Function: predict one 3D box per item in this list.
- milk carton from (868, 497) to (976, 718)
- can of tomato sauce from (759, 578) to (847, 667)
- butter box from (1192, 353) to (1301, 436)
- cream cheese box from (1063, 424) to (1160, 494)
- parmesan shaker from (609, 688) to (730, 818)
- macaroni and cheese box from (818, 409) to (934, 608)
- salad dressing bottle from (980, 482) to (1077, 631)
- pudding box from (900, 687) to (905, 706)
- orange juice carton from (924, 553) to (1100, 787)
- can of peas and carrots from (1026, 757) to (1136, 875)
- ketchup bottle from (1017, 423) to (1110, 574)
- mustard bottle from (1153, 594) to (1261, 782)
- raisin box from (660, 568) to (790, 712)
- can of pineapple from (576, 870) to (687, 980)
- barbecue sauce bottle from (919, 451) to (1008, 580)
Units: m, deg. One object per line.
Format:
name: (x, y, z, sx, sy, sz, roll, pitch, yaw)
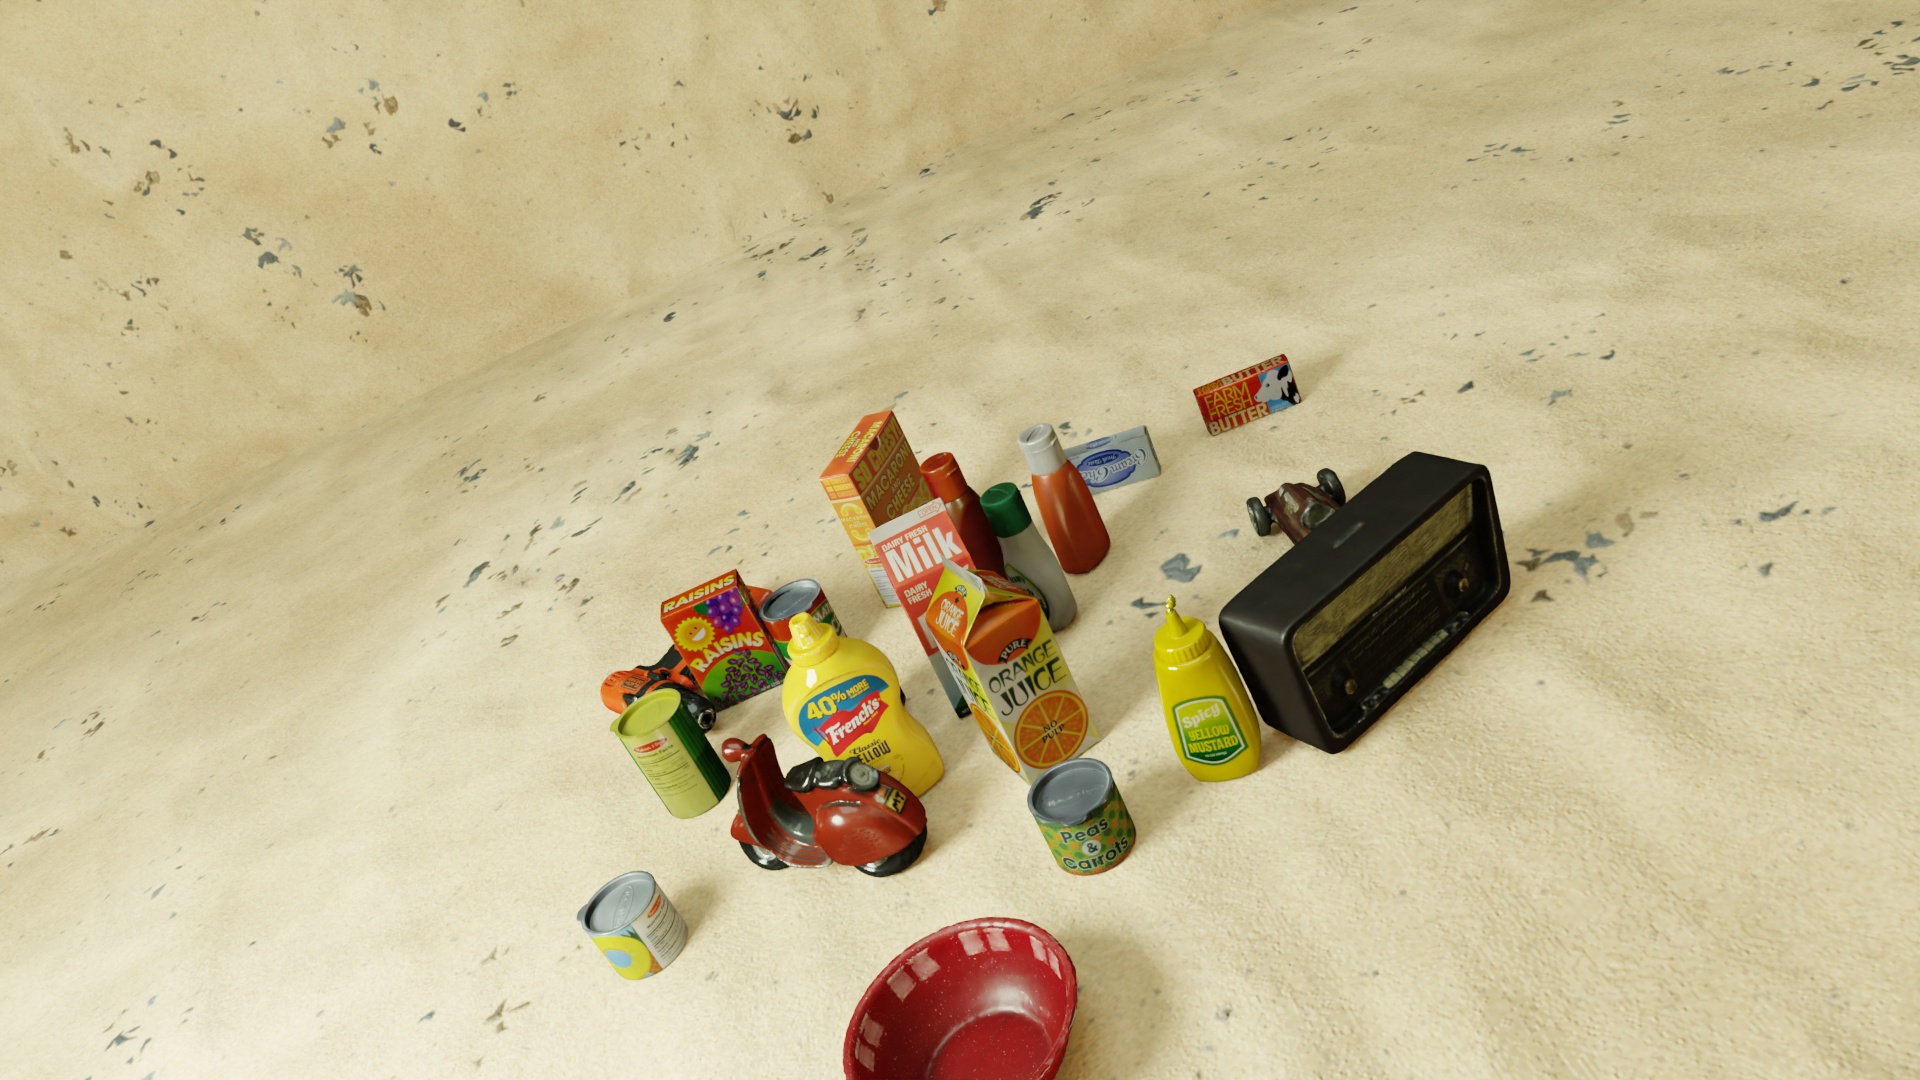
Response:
milk carton: (-0.013, 0.054, 1.221, 0.072, 0.189, 0.074, -27, 28, -3)
can of tomato sauce: (-0.151, 0.091, 1.383, 0.071, 0.082, 0.071, -19, 28, 11)
butter box: (0.303, -0.153, 1.469, 0.103, 0.053, 0.024, -21, 28, 8)
cream cheese box: (0.154, -0.081, 1.463, 0.104, 0.053, 0.024, -17, 29, 15)
parmesan shaker: (-0.264, 0.196, 1.271, 0.071, 0.102, 0.071, -19, 28, 11)
macaroni and cheese box: (-0.073, -0.033, 1.443, 0.040, 0.165, 0.124, -9, 32, 29)
salad dressing bottle: (0.061, 0.016, 1.273, 0.044, 0.147, 0.064, -37, 30, -22)
pudding box: (-0.075, 0.152, 1.252, 0.030, 0.049, 0.084, -18, 29, 13)
orange juice carton: (0.035, 0.096, 1.110, 0.073, 0.192, 0.072, -33, 29, -14)
can of peas and carrots: (0.090, 0.205, 1.022, 0.071, 0.058, 0.071, -19, 28, 11)
ketchup bottle: (0.099, -0.042, 1.341, 0.043, 0.148, 0.065, -3, 35, 36)
mustard bottle: (0.173, 0.106, 1.017, 0.065, 0.159, 0.049, -16, 29, 17)
raisin box: (-0.234, 0.100, 1.389, 0.086, 0.123, 0.040, -24, 28, 3)
can of pineapple: (-0.264, 0.311, 1.123, 0.071, 0.057, 0.071, -19, 28, 11)
barbecue sauce bottle: (0.005, -0.017, 1.373, 0.065, 0.148, 0.043, -42, 32, -28)
